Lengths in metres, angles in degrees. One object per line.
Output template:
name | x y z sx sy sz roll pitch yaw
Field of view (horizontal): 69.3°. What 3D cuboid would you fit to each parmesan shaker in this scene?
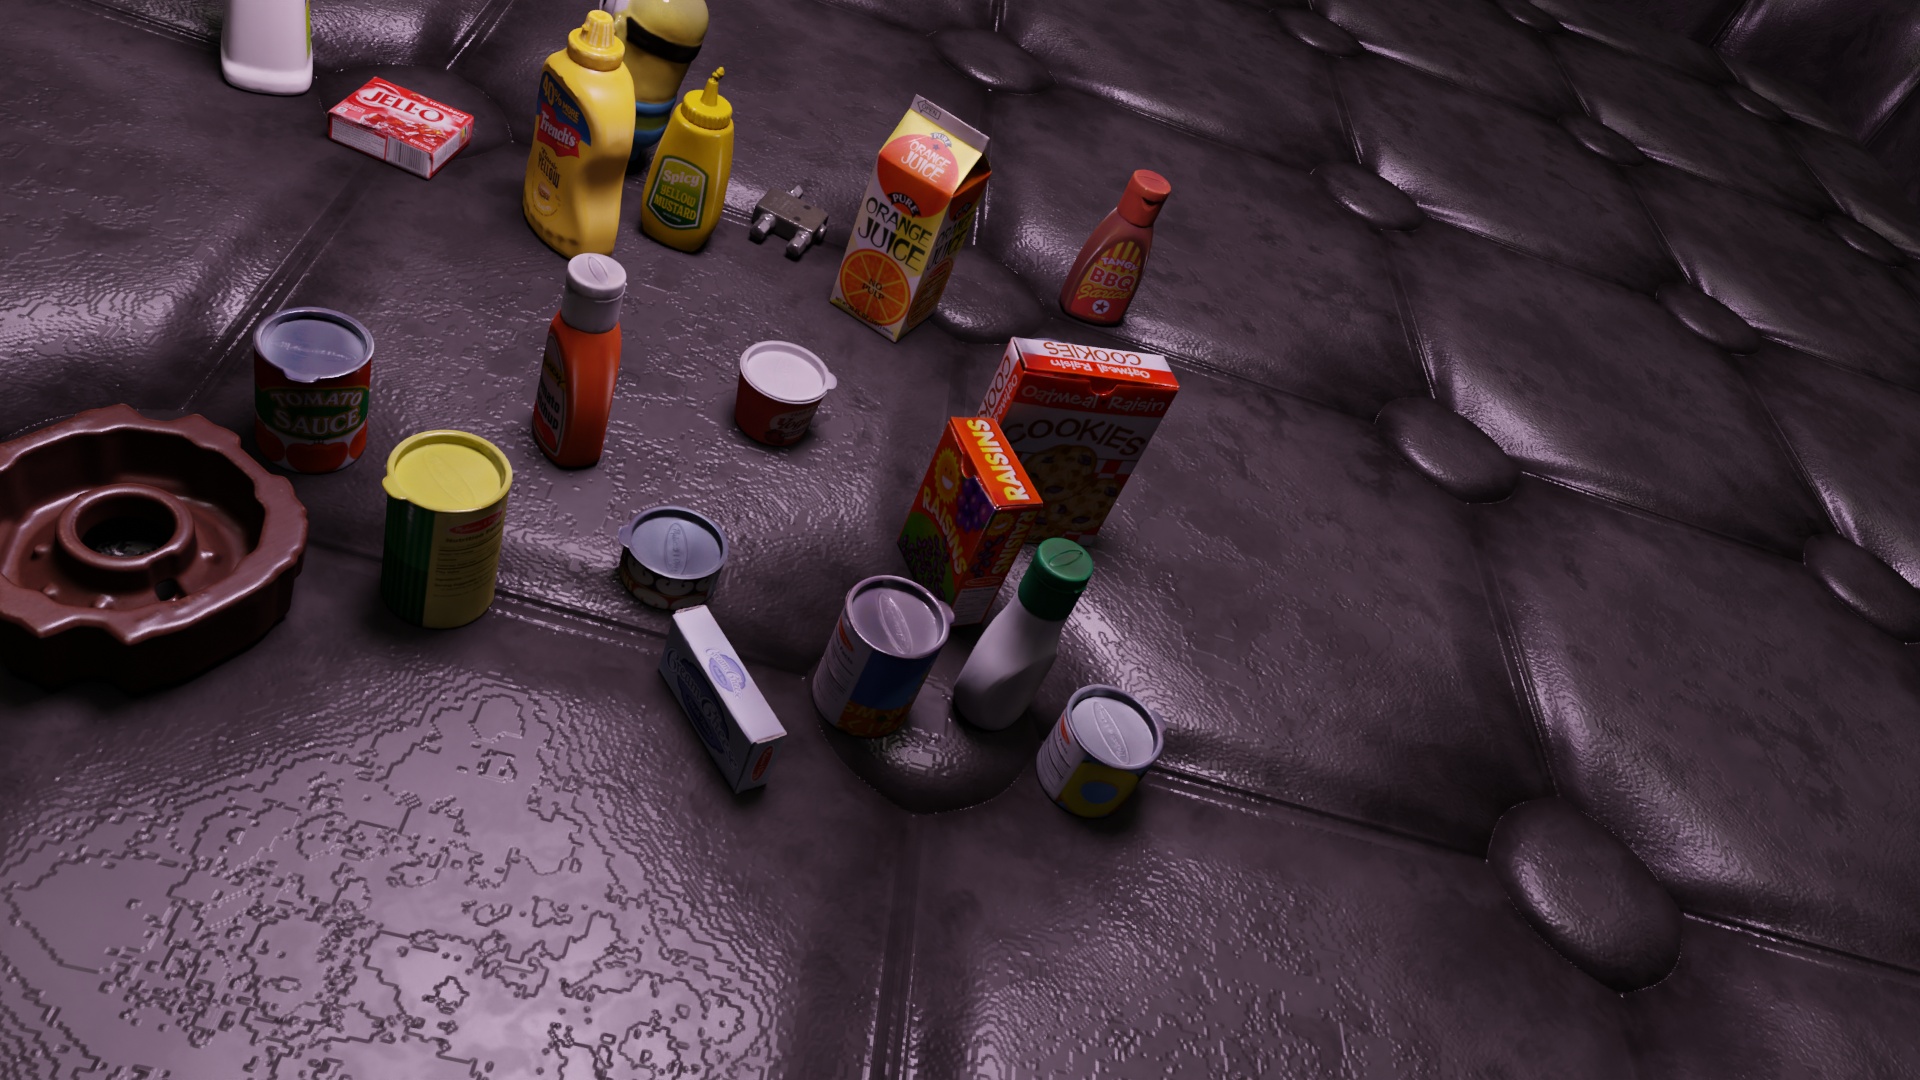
parmesan shaker | -0.305 -0.004 0.811 0.071 0.102 0.072 14 42 -13

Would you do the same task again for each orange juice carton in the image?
orange juice carton | -0.037 -0.268 1.149 0.072 0.191 0.073 33 42 9

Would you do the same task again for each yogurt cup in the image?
yogurt cup | -0.136 -0.108 1.039 0.072 0.053 0.073 14 42 -13

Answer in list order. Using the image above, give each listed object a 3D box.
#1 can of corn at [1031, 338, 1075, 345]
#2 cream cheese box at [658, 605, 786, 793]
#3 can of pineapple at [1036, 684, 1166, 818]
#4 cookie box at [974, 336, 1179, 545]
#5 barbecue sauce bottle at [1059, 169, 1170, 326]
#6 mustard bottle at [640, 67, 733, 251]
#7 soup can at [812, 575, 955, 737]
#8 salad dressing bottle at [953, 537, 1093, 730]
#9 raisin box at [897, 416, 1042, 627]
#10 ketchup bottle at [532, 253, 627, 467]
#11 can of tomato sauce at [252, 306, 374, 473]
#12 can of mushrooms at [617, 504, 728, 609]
can of corn | 0.073 -0.126 1.158 0.071 0.058 0.071 14 42 -13
cream cheese box | -0.143 0.094 0.826 0.024 0.053 0.104 -15 55 -37
can of pineapple | 0.090 0.136 0.894 0.071 0.057 0.071 14 42 -13
cookie box | 0.068 -0.067 1.011 0.123 0.166 0.040 3 46 -24
barbecue sauce bottle | 0.145 -0.267 1.272 0.065 0.147 0.044 11 43 -16
mustard bottle | -0.217 -0.314 1.132 0.065 0.159 0.049 22 41 -4
soup can | -0.049 0.073 0.871 0.071 0.083 0.072 14 42 -13
salad dressing bottle | 0.041 0.060 0.880 0.064 0.146 0.044 -19 58 -39
raisin box | 0.003 -0.012 0.955 0.040 0.122 0.086 -3 49 -29
ketchup bottle | -0.252 -0.121 0.923 0.044 0.148 0.065 -11 52 -34
can of tomato sauce | -0.404 -0.092 0.868 0.071 0.082 0.071 14 42 -13
can of mushrooms | -0.190 0.011 0.905 0.071 0.033 0.071 14 42 -13
